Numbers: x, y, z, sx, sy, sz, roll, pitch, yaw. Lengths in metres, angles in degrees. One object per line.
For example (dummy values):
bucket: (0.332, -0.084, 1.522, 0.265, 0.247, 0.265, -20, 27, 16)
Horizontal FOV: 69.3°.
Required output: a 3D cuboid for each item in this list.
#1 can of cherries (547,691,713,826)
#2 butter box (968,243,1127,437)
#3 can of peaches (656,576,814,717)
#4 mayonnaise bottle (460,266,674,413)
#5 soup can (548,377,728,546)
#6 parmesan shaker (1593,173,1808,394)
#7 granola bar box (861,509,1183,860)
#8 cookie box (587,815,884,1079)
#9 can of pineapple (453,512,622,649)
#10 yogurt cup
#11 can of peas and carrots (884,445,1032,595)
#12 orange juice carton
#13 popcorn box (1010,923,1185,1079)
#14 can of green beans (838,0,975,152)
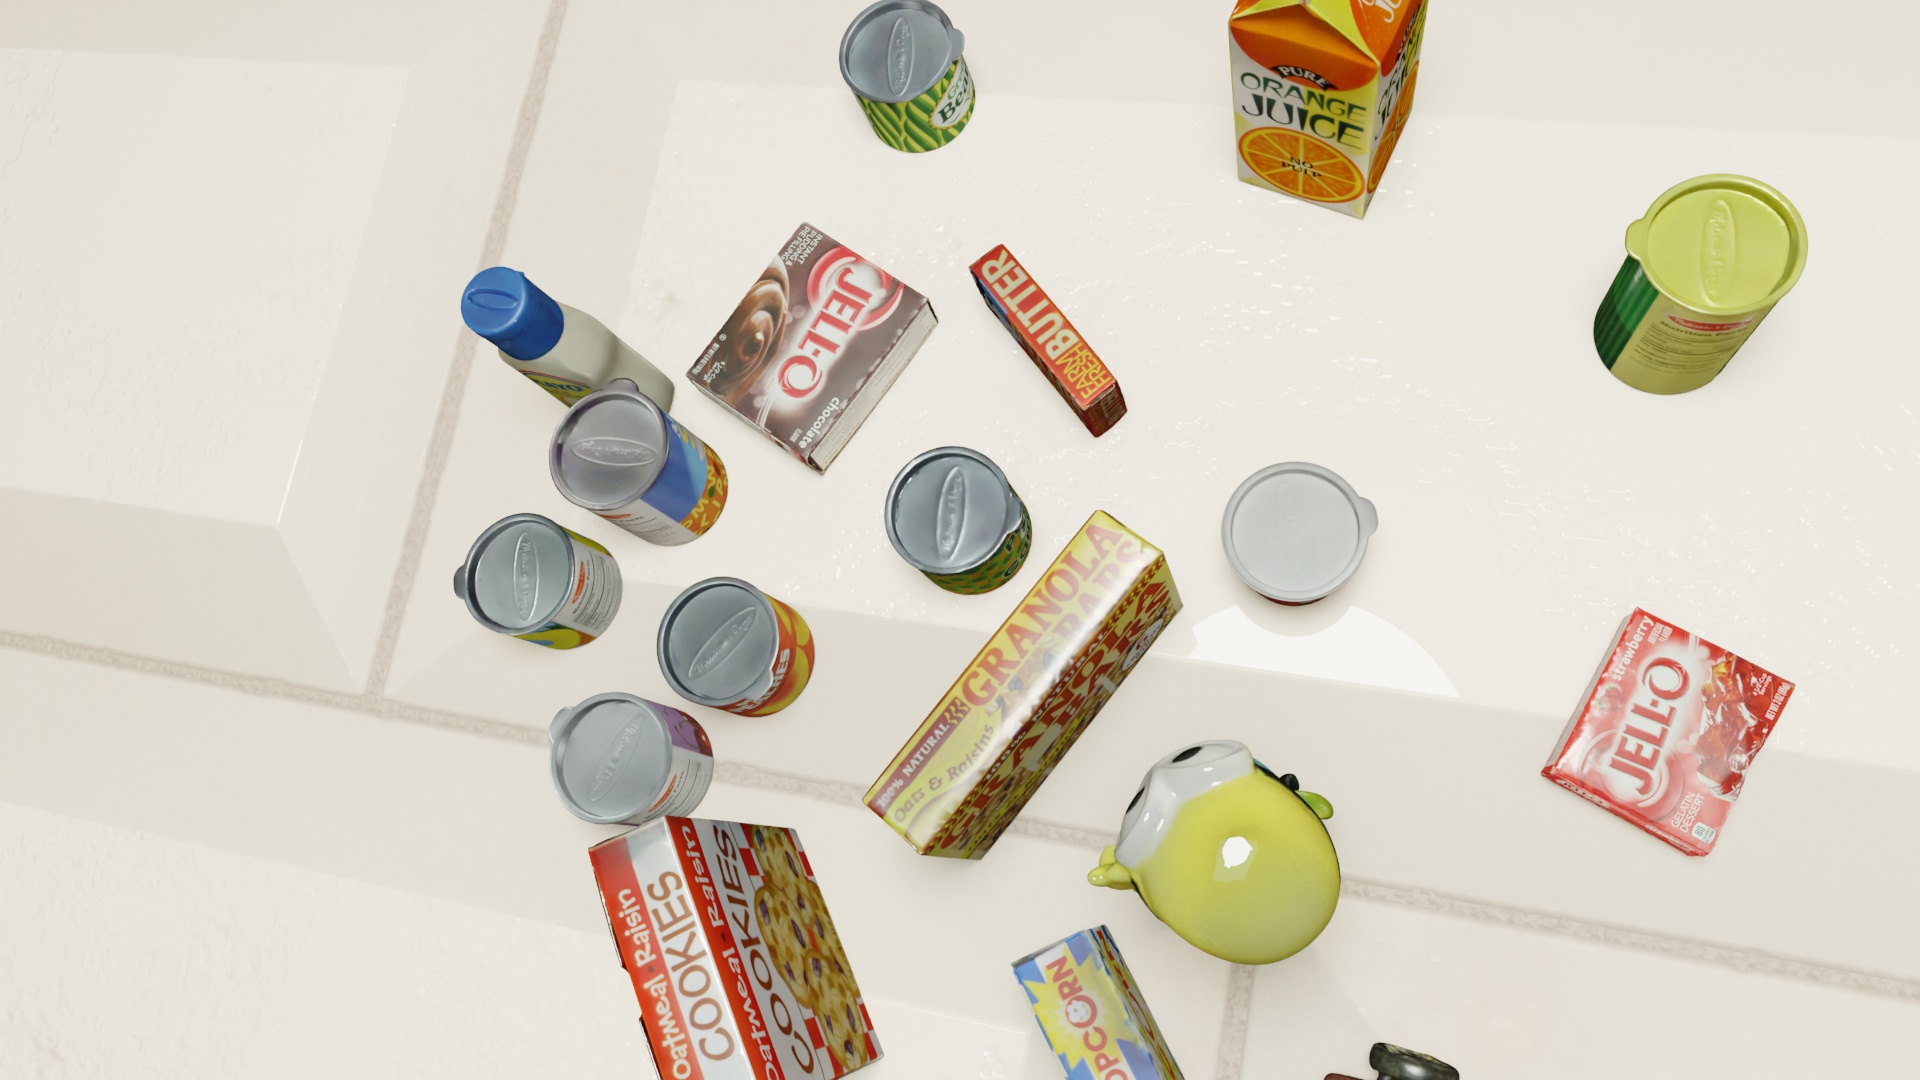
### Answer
can of cherries: (-0.171, 0.113, 0.721, 0.071, 0.058, 0.071, -3, 76, 12)
butter box: (0.047, -0.104, 0.729, 0.024, 0.053, 0.104, -37, 71, 2)
can of peaches: (-0.114, 0.058, 0.722, 0.071, 0.058, 0.071, -3, 76, 12)
mayonnaise bottle: (-0.209, -0.099, 0.737, 0.065, 0.148, 0.041, 11, 79, 15)
soup can: (-0.170, -0.040, 0.747, 0.071, 0.083, 0.071, -3, 76, 12)
parmesan shaker: (0.333, -0.115, 0.640, 0.071, 0.103, 0.071, -3, 76, 12)
granola bar box: (0.034, 0.072, 0.650, 0.039, 0.124, 0.165, 38, 87, 19)
cookie box: (-0.097, 0.191, 0.627, 0.040, 0.167, 0.123, -27, 72, 6)
can of pineapple: (-0.228, 0.023, 0.758, 0.071, 0.058, 0.071, -3, 76, 12)
yogurt cup: (0.162, 0.001, 0.676, 0.072, 0.054, 0.072, -3, 76, 12)
can of peas and carrots: (0.003, -0.009, 0.712, 0.071, 0.058, 0.071, -3, 76, 12)
orange juice carton: (0.176, -0.235, 0.659, 0.073, 0.192, 0.072, 23, 83, 17)
popcorn box: (0.073, 0.237, 0.619, 0.038, 0.085, 0.127, -30, 72, 5)
can of green beans: (-0.029, -0.262, 0.784, 0.071, 0.057, 0.071, -3, 76, 12)
